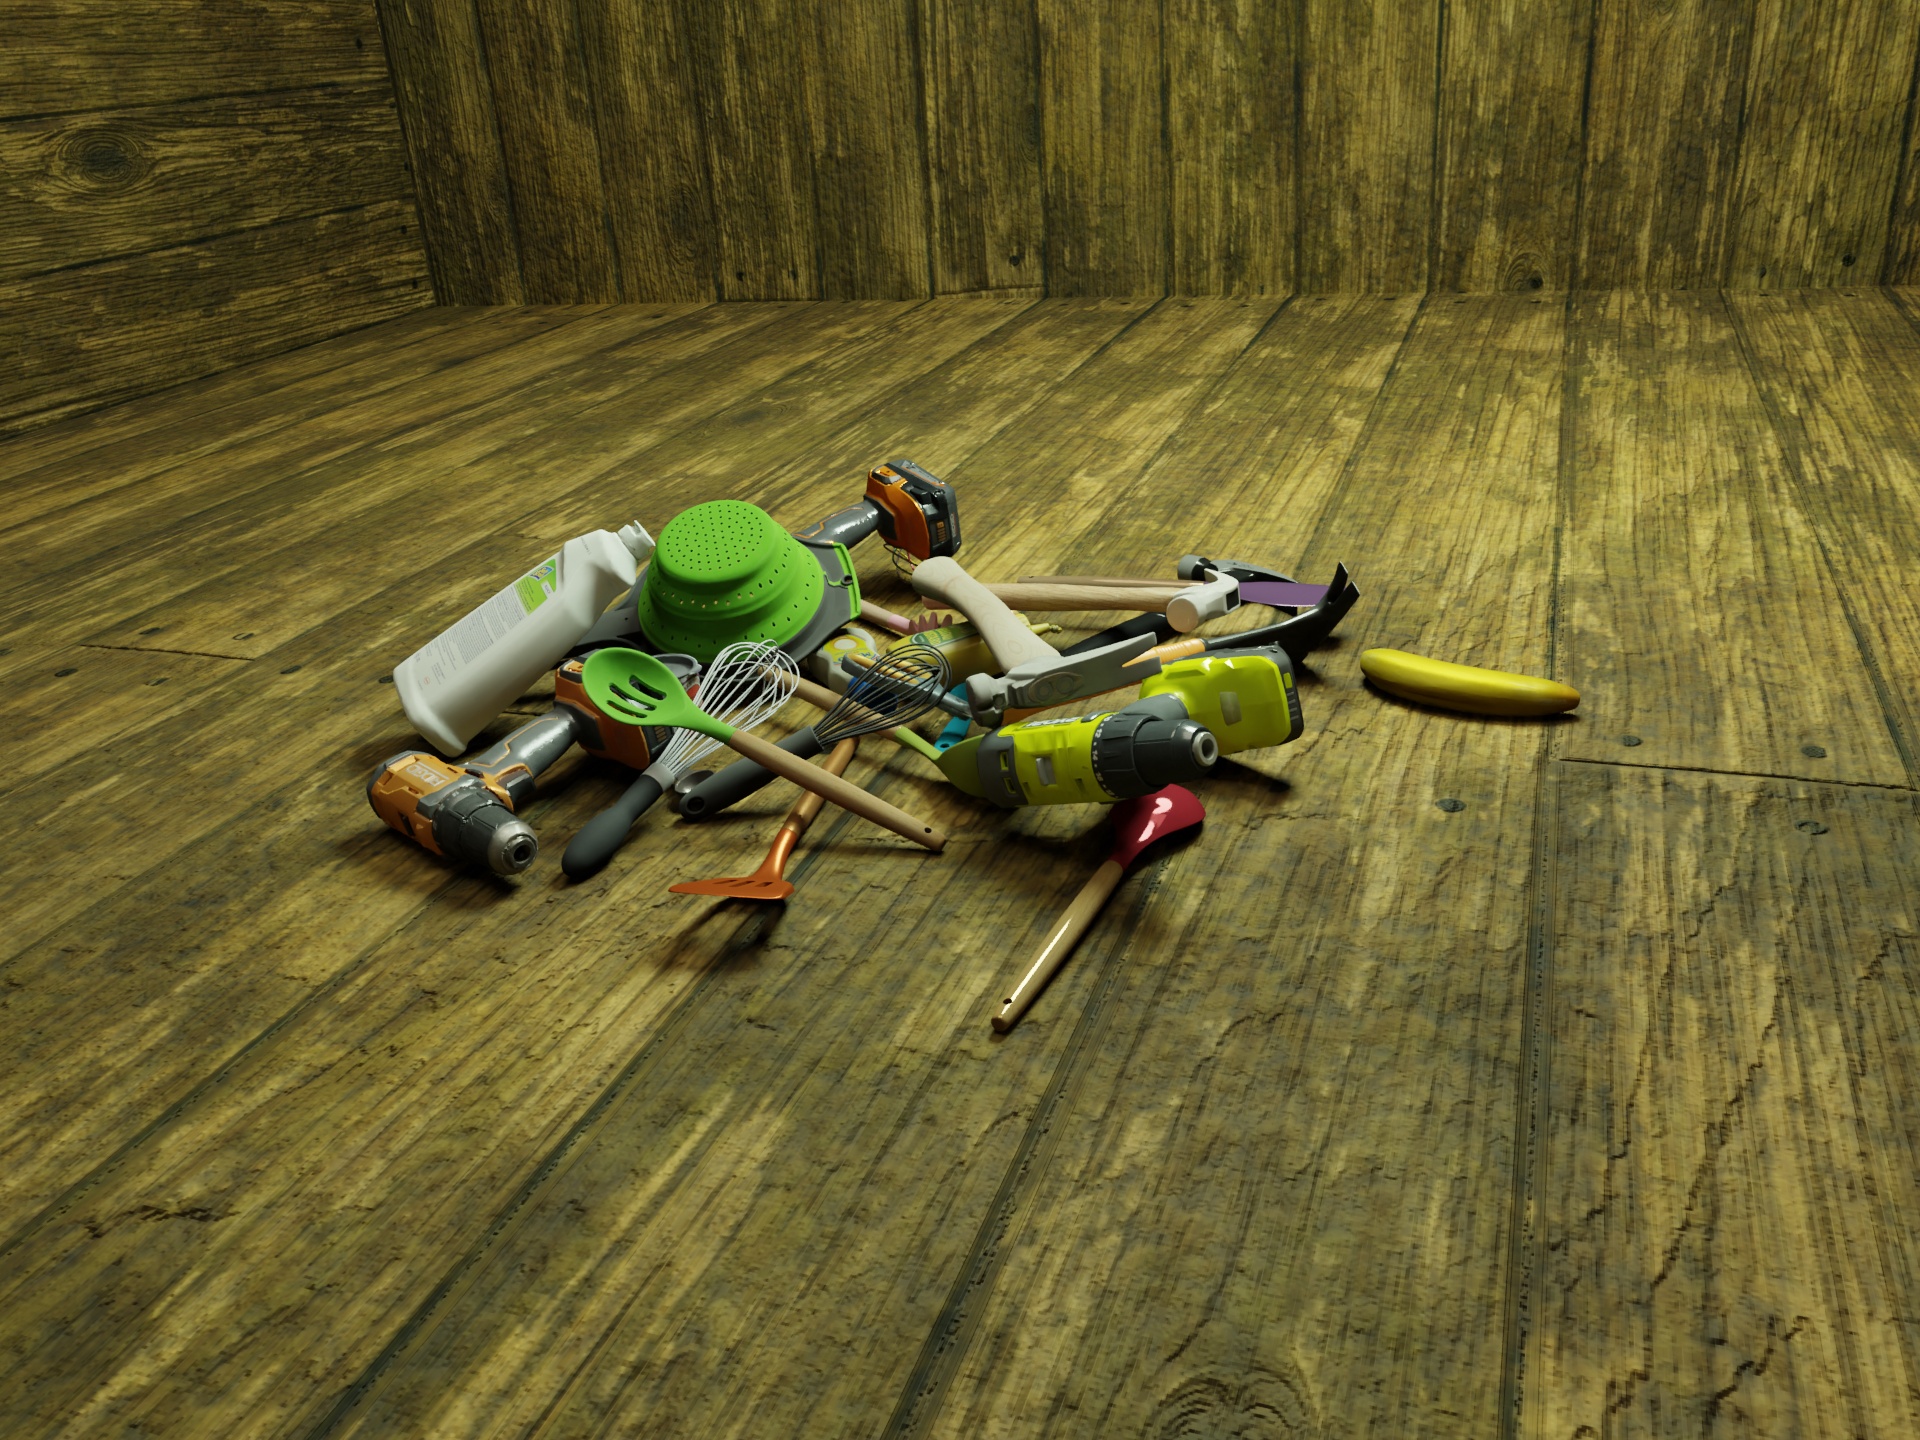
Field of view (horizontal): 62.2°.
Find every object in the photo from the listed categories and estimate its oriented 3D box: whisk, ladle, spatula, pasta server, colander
[{"bbox_3d":[-0.217,0.027,1.244,0.070,0.070,0.285,10,42,29],"label":"whisk"},{"bbox_3d":[0.092,0.114,1.071,0.069,0.031,0.315,6,28,27],"label":"ladle"},{"bbox_3d":[-0.114,0.012,1.230,0.239,0.055,0.055,-30,26,0],"label":"whisk"},{"bbox_3d":[0.204,-0.124,1.498,0.316,0.018,0.060,4,25,20],"label":"spatula"},{"bbox_3d":[-0.122,0.068,1.191,0.081,0.041,0.323,2,24,12],"label":"spatula"},{"bbox_3d":[-0.063,-0.008,1.302,0.320,0.062,0.078,24,11,42],"label":"ladle"},{"bbox_3d":[-0.008,-0.143,1.642,0.051,0.047,0.245,-28,36,-19],"label":"whisk"},{"bbox_3d":[-0.079,-0.111,1.583,0.060,0.040,0.316,13,7,-40],"label":"pasta server"},{"bbox_3d":[-0.294,-0.115,1.449,0.397,0.094,0.205,-13,49,-4],"label":"colander"}]

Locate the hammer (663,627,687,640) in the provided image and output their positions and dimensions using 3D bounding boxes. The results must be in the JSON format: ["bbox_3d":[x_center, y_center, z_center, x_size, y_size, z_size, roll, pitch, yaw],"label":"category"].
[{"bbox_3d":[-0.346,-0.078,1.563,0.331,0.033,0.128,-11,26,-15],"label":"hammer"}]

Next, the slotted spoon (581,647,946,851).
[{"bbox_3d":[-0.150,0.026,1.195,0.314,0.031,0.070,25,47,15],"label":"slotted spoon"}]

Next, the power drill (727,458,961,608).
[{"bbox_3d":[-0.114,-0.177,1.604,0.226,0.084,0.164,-24,38,-22],"label":"power drill"}]

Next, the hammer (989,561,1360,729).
[{"bbox_3d":[0.172,-0.052,1.316,0.337,0.127,0.034,-15,68,-22],"label":"hammer"}]

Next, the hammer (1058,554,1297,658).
[{"bbox_3d":[0.177,-0.086,1.485,0.146,0.035,0.335,18,33,42],"label":"hammer"}]

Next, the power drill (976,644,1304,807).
[{"bbox_3d":[0.150,0.007,1.158,0.190,0.080,0.228,-7,9,45],"label":"power drill"}]

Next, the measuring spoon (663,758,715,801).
[{"bbox_3d":[-0.232,0.045,1.298,0.034,0.018,0.124,-30,26,-23],"label":"measuring spoon"}]

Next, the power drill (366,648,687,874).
[{"bbox_3d":[-0.324,0.036,1.244,0.185,0.084,0.226,19,41,42],"label":"power drill"}]

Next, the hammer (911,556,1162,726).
[{"bbox_3d":[0.036,-0.087,1.341,0.146,0.038,0.411,-16,20,-8],"label":"hammer"}]

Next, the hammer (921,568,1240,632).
[{"bbox_3d":[0.105,-0.114,1.474,0.331,0.031,0.130,4,18,37],"label":"hammer"}]

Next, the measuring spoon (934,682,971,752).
[{"bbox_3d":[-0.002,-0.004,1.349,0.042,0.021,0.129,1,24,14],"label":"measuring spoon"}]
